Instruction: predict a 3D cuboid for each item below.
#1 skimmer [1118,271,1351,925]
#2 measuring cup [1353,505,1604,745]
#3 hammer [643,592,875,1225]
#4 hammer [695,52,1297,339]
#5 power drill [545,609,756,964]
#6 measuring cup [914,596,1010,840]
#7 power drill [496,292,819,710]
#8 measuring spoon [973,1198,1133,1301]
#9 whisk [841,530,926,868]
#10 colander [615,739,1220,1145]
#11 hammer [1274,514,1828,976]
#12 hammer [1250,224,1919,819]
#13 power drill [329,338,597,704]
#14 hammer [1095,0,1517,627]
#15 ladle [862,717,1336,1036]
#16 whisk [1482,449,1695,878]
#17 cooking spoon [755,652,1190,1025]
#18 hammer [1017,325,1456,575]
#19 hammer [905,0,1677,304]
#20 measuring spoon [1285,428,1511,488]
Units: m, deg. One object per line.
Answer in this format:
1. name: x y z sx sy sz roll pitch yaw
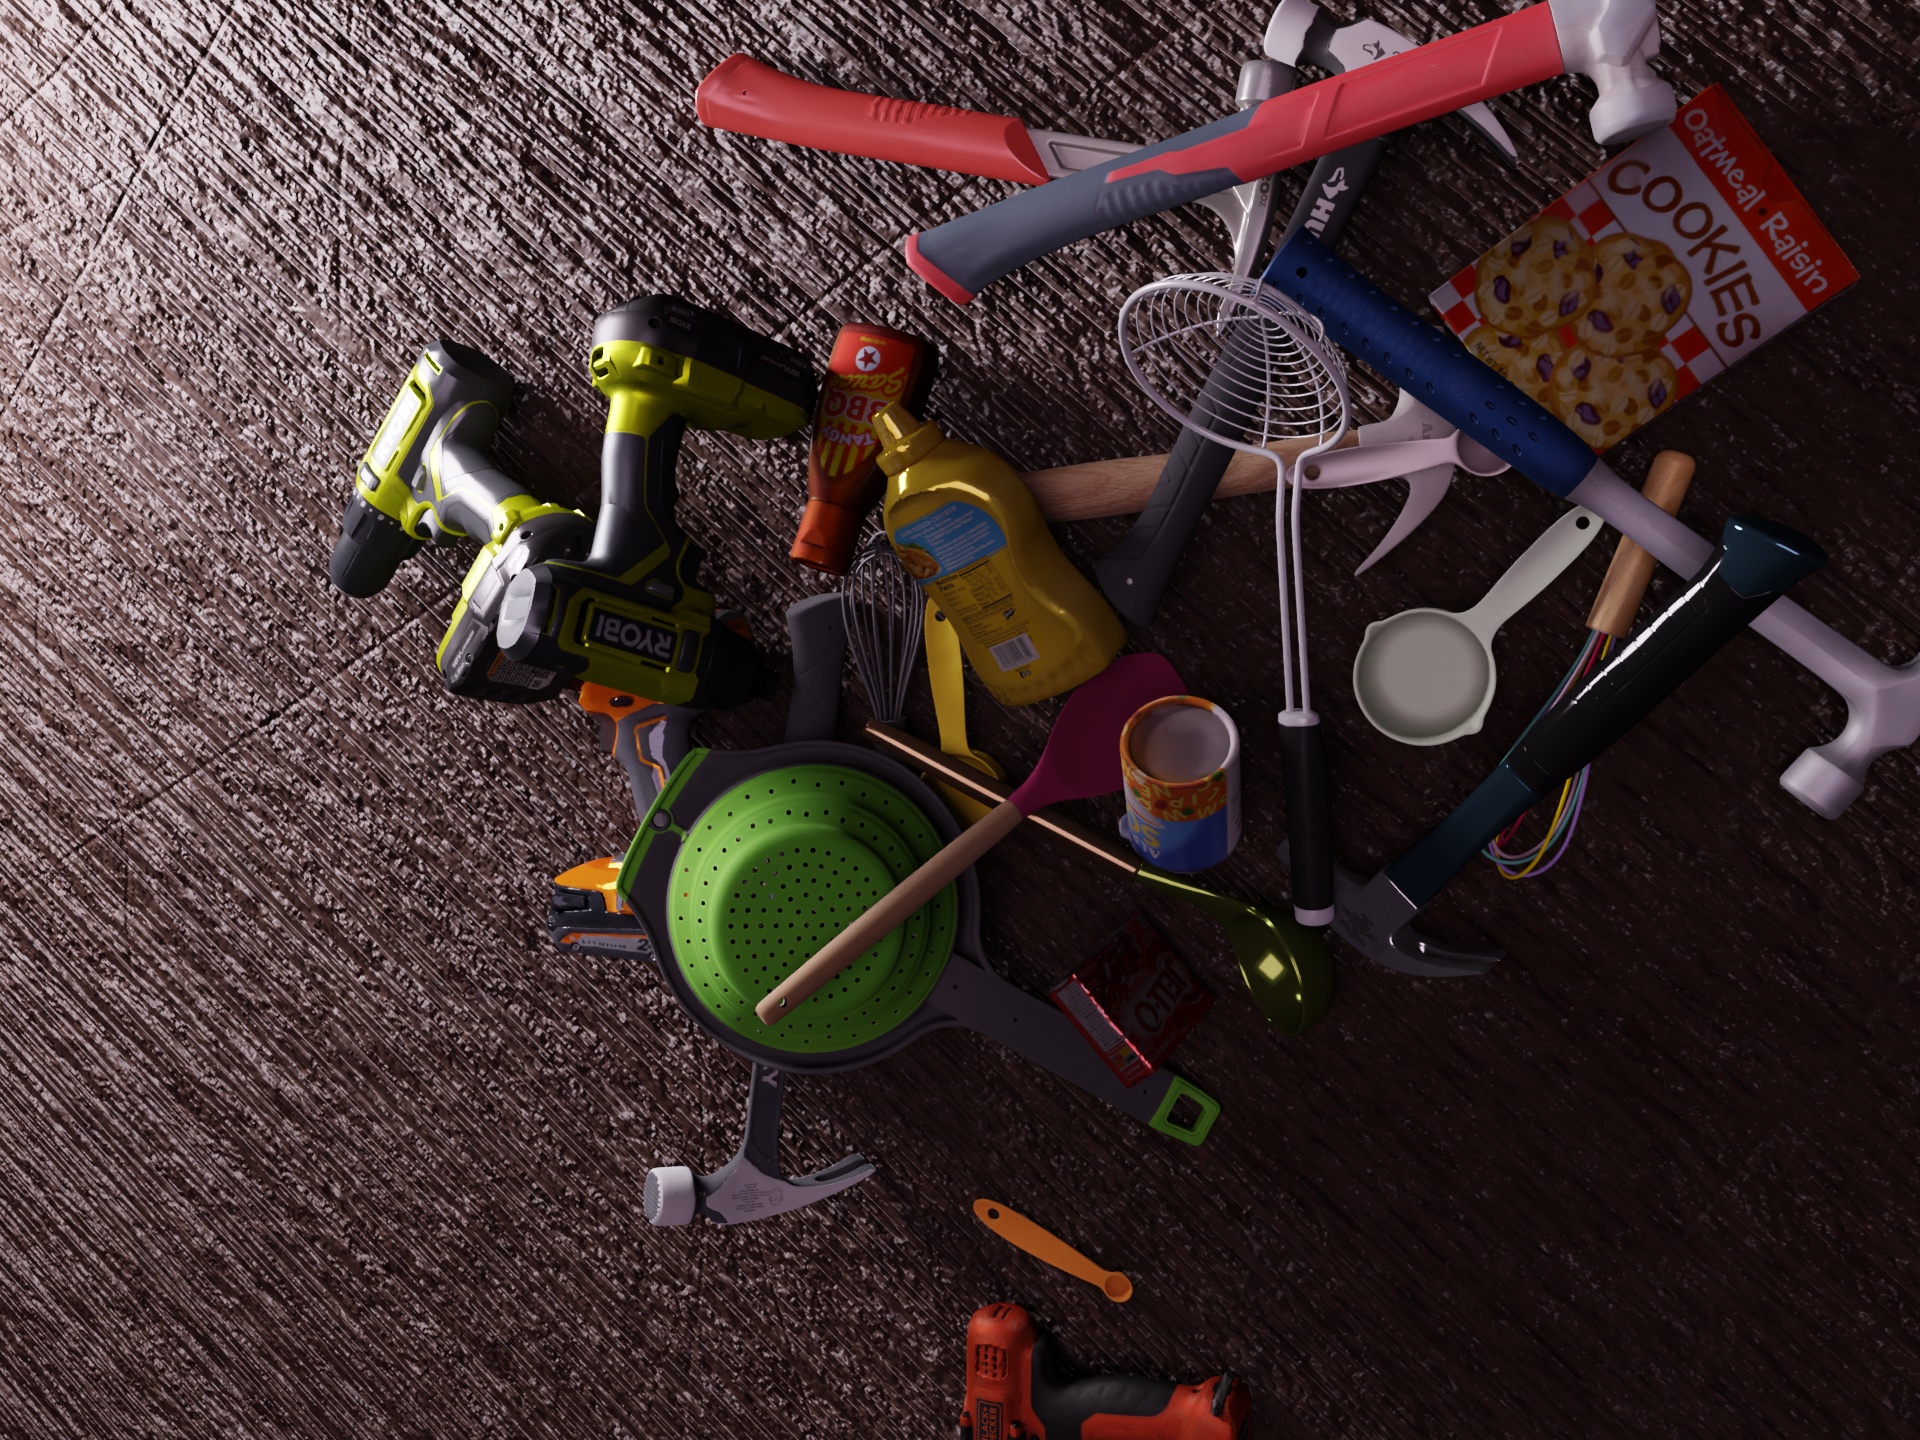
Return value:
1. skimmer: 0.155 -0.051 0.836 0.127 0.090 0.363 11 115 48
2. measuring cup: 0.289 -0.058 0.877 0.083 0.038 0.167 45 108 8
3. hammer: -0.106 0.120 1.020 0.036 0.149 0.409 14 97 62
4. hammer: 0.008 -0.330 0.936 0.359 0.036 0.149 15 103 16
5. power drill: -0.219 0.038 1.052 0.164 0.084 0.226 3 95 21
6. measuring cup: -0.002 -0.003 0.991 0.062 0.029 0.156 -4 97 18
7. power drill: -0.166 -0.122 0.950 0.080 0.171 0.223 -1 75 54
8. measuring spoon: 0.060 0.342 1.035 0.117 0.011 0.021 25 106 18
9. whisk: -0.042 0.001 1.000 0.055 0.055 0.239 1 103 19
10. colander: -0.017 0.154 0.941 0.397 0.094 0.204 29 89 -2
11. hammer: 0.301 0.018 0.820 0.128 0.033 0.331 50 131 17
12. hammer: 0.328 -0.122 0.809 0.405 0.035 0.144 36 105 0
13. power drill: -0.327 -0.114 1.039 0.229 0.080 0.190 47 111 32
14. hammer: 0.166 -0.203 0.864 0.146 0.035 0.334 29 107 13
15. ladle: 0.077 0.086 0.945 0.320 0.078 0.062 28 62 8
16. whisk: 0.339 -0.028 0.864 0.051 0.047 0.245 22 100 17
17. cooking spoon: 0.011 0.066 0.905 0.319 0.017 0.068 -38 100 -19
18. hammer: 0.118 -0.137 0.929 0.331 0.031 0.130 -5 96 21
19. hammer: 0.146 -0.311 0.817 0.386 0.038 0.143 -13 92 21
20. measuring spoon: 0.239 -0.143 0.862 0.124 0.018 0.034 -7 103 19
